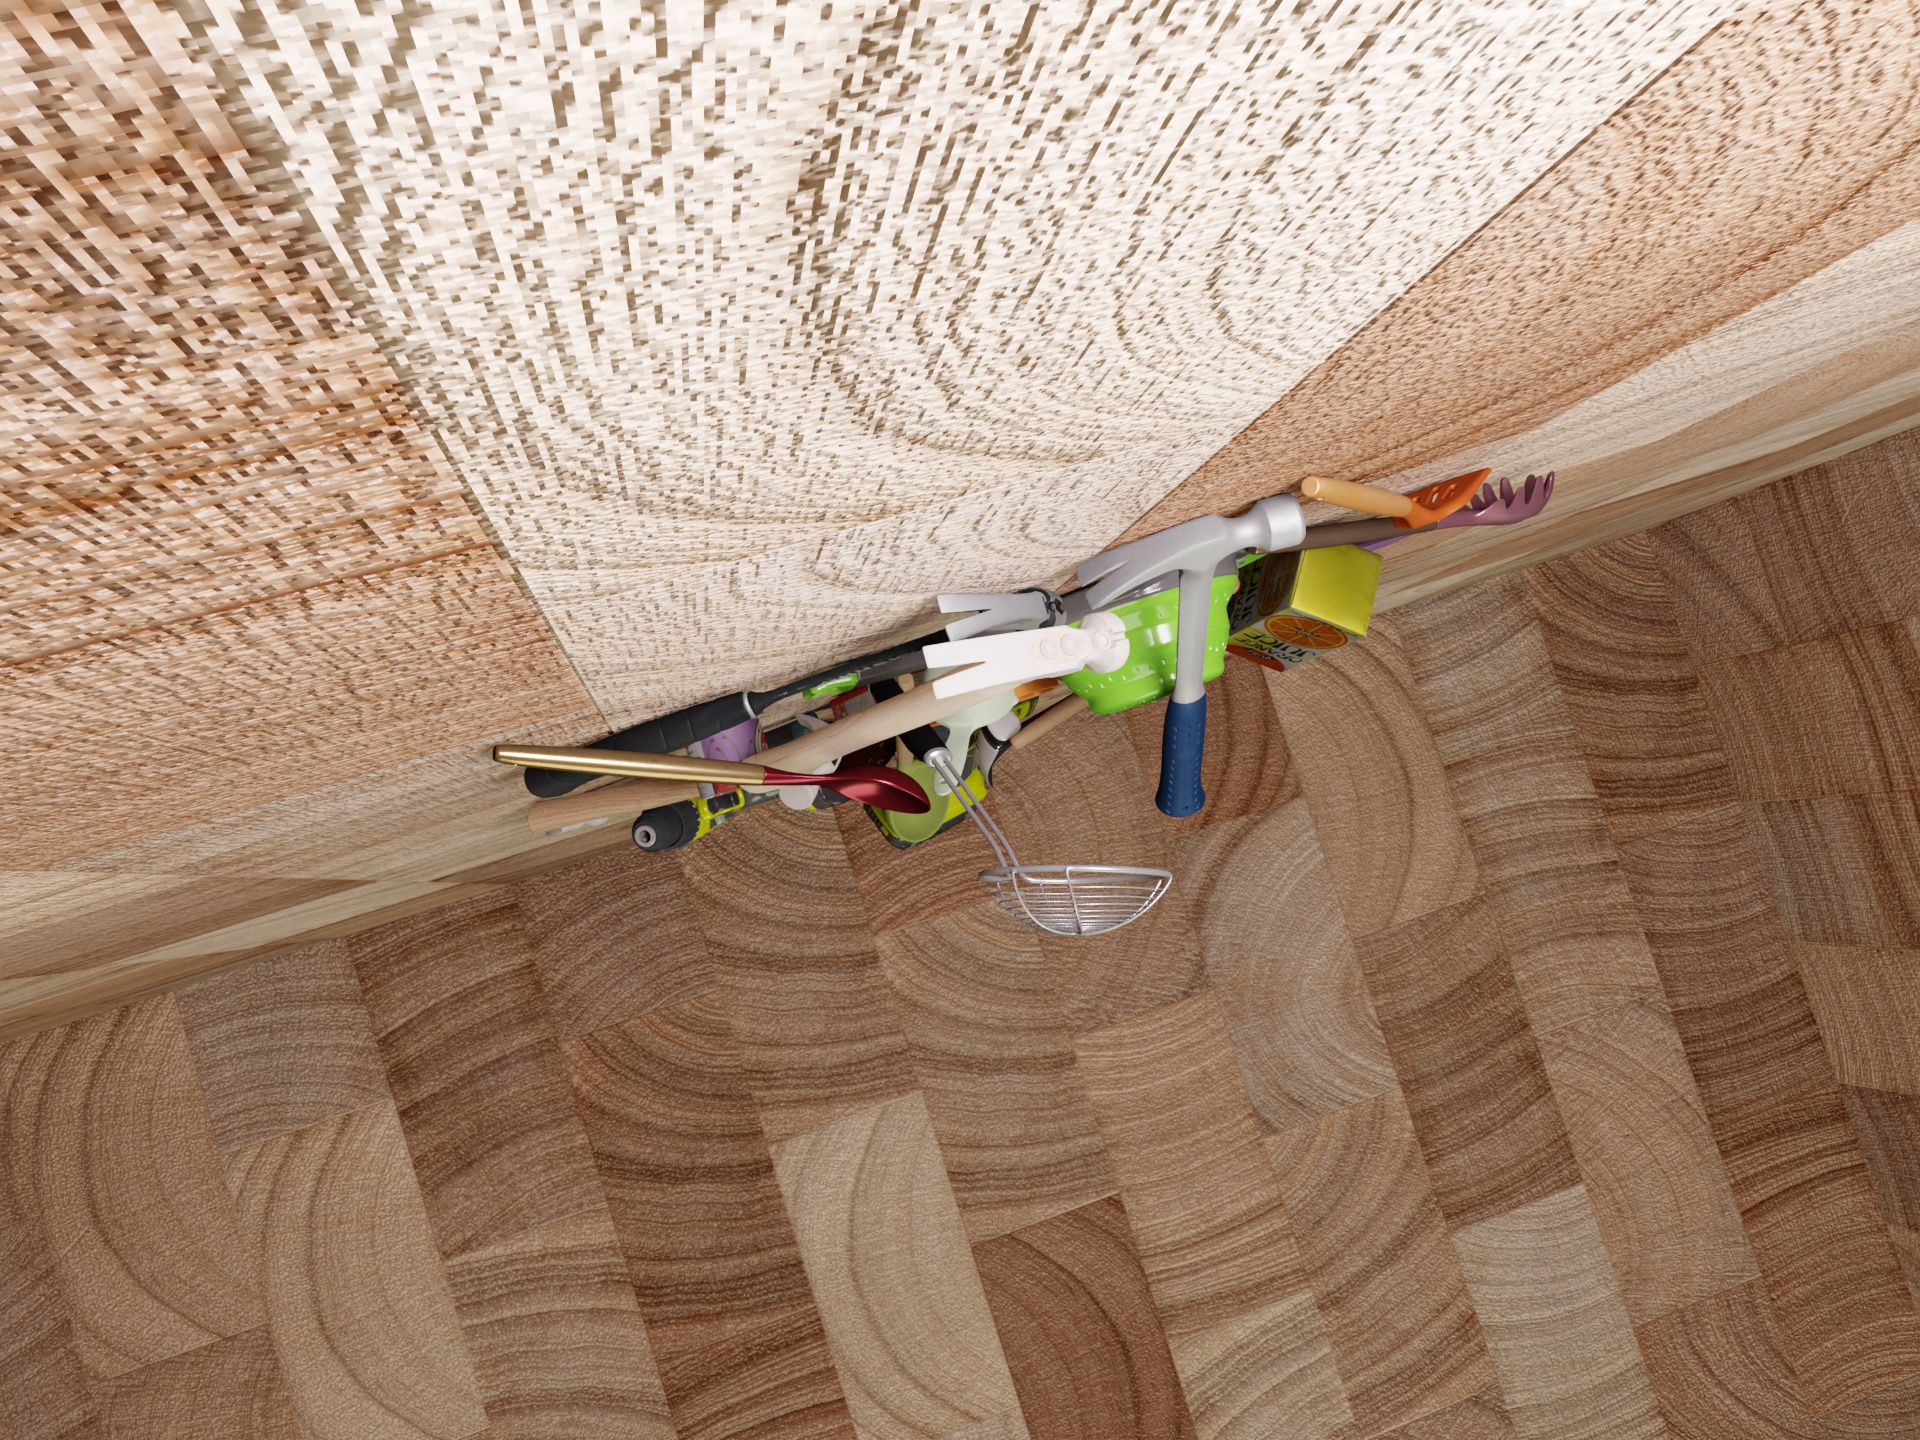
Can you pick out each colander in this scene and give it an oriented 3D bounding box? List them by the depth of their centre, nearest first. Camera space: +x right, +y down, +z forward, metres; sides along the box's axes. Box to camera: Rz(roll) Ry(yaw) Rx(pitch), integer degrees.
[{"bbox_3d":[0.073,-0.041,1.236,0.397,0.094,0.204,-17,177,-23],"label":"colander"}]

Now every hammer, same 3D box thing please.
[{"bbox_3d":[-0.133,-0.015,1.101,0.409,0.036,0.149,-19,176,21],"label":"hammer"},{"bbox_3d":[-0.064,0.002,1.117,0.146,0.038,0.410,-11,174,-36],"label":"hammer"},{"bbox_3d":[0.162,-0.025,1.173,0.144,0.035,0.405,-15,152,-2],"label":"hammer"},{"bbox_3d":[-0.255,0.059,1.451,0.331,0.031,0.130,-12,-153,24],"label":"hammer"},{"bbox_3d":[-0.274,0.054,1.558,0.331,0.033,0.128,-19,178,23],"label":"hammer"},{"bbox_3d":[0.158,-0.042,1.610,0.337,0.034,0.127,-29,163,-19],"label":"hammer"}]

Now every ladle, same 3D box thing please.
[{"bbox_3d":[-0.161,0.037,1.090,0.315,0.031,0.069,7,166,-30],"label":"ladle"},{"bbox_3d":[-0.040,0.032,1.441,0.078,0.062,0.320,-54,169,-19],"label":"ladle"}]

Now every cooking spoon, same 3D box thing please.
[{"bbox_3d":[0.180,-0.066,1.471,0.319,0.017,0.069,-34,178,6],"label":"cooking spoon"}]

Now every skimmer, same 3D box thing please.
[{"bbox_3d":[0.020,0.037,1.152,0.127,0.090,0.364,6,-151,-33],"label":"skimmer"}]

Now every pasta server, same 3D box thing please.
[{"bbox_3d":[0.359,-0.166,1.284,0.316,0.040,0.060,-11,-173,-27],"label":"pasta server"}]

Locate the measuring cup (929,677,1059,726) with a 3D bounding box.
[{"bbox_3d":[0.010,-0.031,1.487,0.173,0.052,0.095,-18,178,37],"label":"measuring cup"}]

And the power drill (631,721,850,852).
[{"bbox_3d":[-0.225,0.077,1.678,0.228,0.080,0.190,-18,-175,15],"label":"power drill"}]

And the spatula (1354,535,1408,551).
[{"bbox_3d":[0.301,-0.139,1.528,0.316,0.018,0.060,-18,-179,-18],"label":"spatula"}]

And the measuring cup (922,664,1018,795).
[{"bbox_3d":[-0.002,-0.004,1.276,0.083,0.038,0.168,1,-144,11],"label":"measuring cup"}]

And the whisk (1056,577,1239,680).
[{"bbox_3d":[0.160,-0.084,1.446,0.051,0.047,0.245,-22,179,-43],"label":"whisk"}]

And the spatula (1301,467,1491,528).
[{"bbox_3d":[0.297,-0.159,1.108,0.081,0.041,0.322,-17,174,32],"label":"spatula"}]

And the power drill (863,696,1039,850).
[{"bbox_3d":[-0.022,0.040,1.665,0.171,0.080,0.223,-27,159,-30],"label":"power drill"}]

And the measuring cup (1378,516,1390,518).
[{"bbox_3d":[0.350,-0.156,1.371,0.156,0.029,0.062,-16,178,17],"label":"measuring cup"}]
